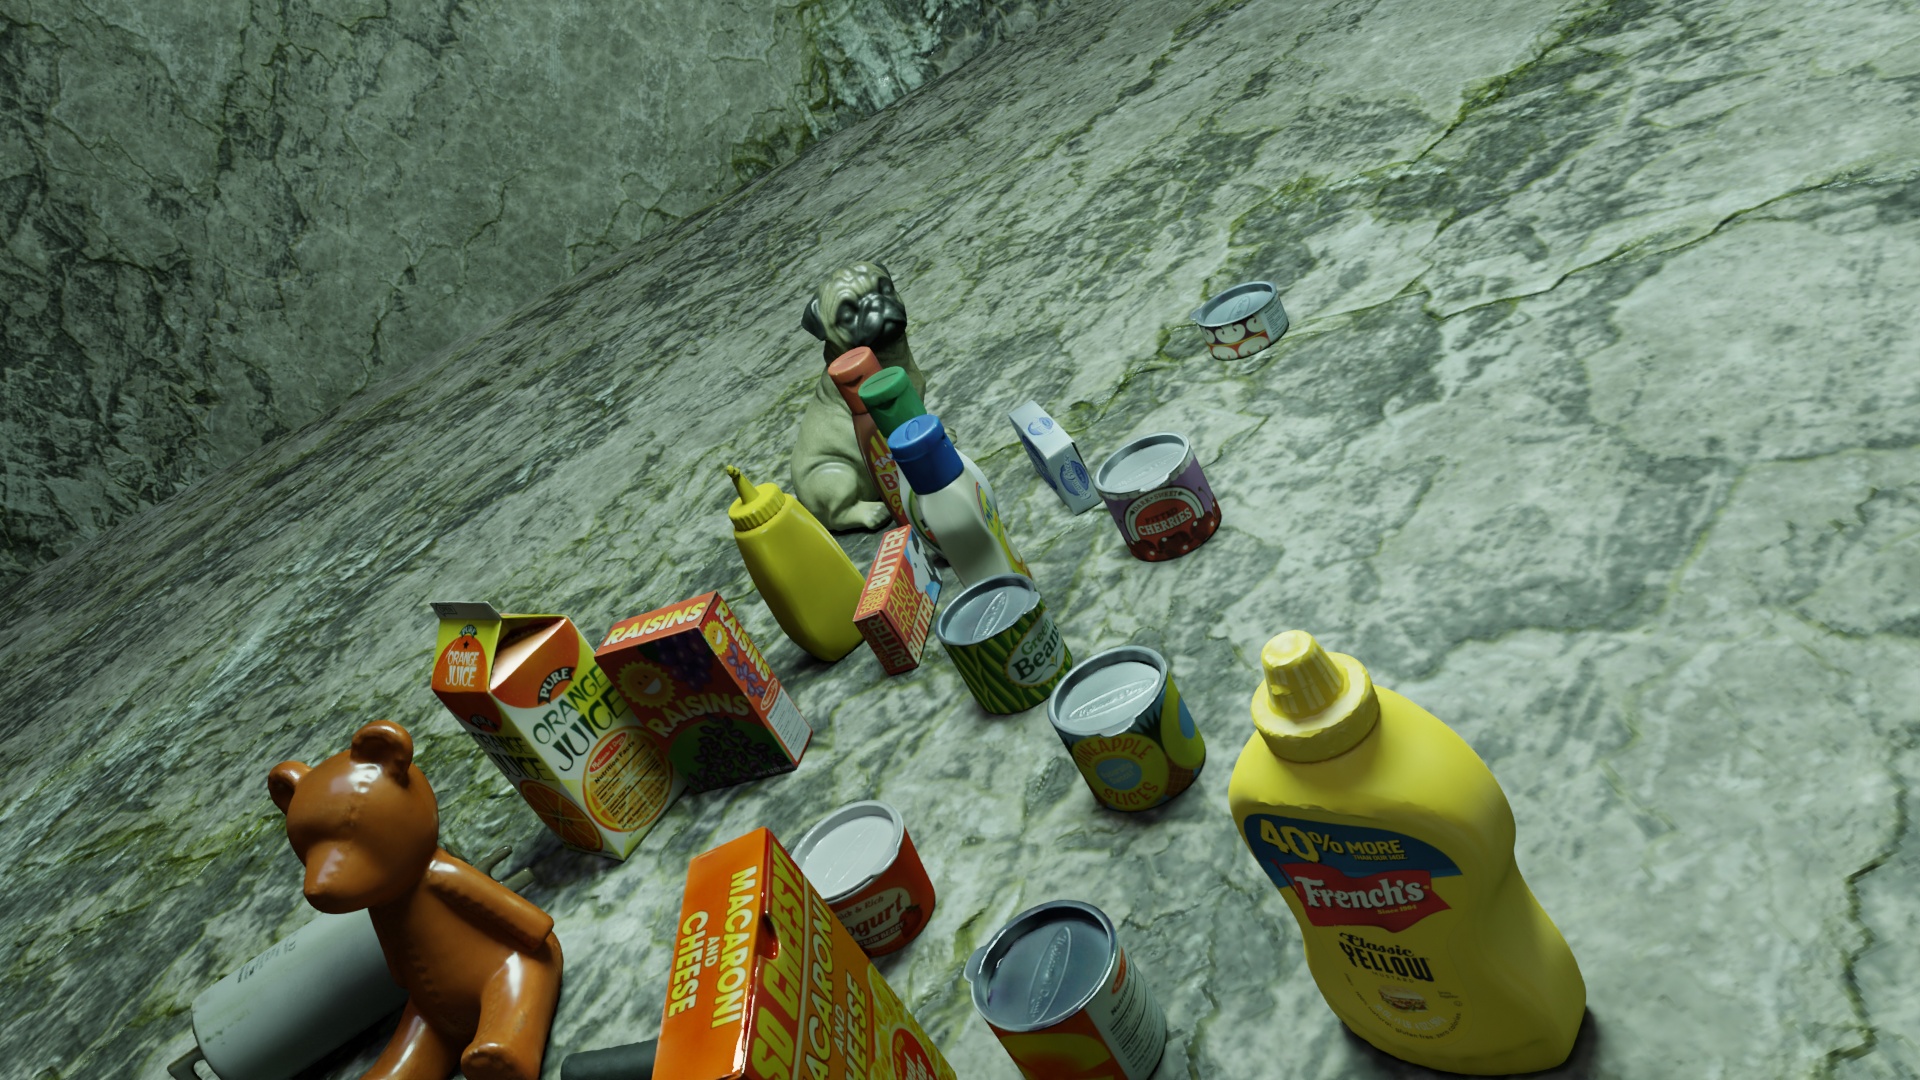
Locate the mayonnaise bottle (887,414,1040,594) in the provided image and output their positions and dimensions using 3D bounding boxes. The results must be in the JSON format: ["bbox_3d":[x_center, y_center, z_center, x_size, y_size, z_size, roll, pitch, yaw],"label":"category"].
[{"bbox_3d":[0.003,-0.011,0.891,0.041,0.147,0.065,-24,27,13],"label":"mayonnaise bottle"}]

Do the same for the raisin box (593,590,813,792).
[{"bbox_3d":[-0.163,0.099,0.891,0.086,0.123,0.040,-17,29,25],"label":"raisin box"}]

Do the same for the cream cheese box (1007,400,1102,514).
[{"bbox_3d":[0.069,-0.062,1.020,0.024,0.053,0.104,-30,27,-1],"label":"cream cheese box"}]

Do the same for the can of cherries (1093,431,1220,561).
[{"bbox_3d":[0.128,-0.027,0.895,0.071,0.058,0.072,-23,27,13],"label":"can of cherries"}]

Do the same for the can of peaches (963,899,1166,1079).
[{"bbox_3d":[0.045,0.197,0.588,0.071,0.058,0.071,-23,27,13],"label":"can of peaches"}]

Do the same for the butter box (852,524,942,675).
[{"bbox_3d":[-0.041,0.040,0.952,0.024,0.053,0.104,-18,29,22],"label":"butter box"}]

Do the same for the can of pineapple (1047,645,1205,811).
[{"bbox_3d":[0.086,0.098,0.719,0.071,0.057,0.071,-23,27,13],"label":"can of pineapple"}]

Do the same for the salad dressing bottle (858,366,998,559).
[{"bbox_3d":[-0.023,-0.054,0.991,0.064,0.147,0.044,-23,27,13],"label":"salad dressing bottle"}]

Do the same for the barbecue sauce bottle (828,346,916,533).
[{"bbox_3d":[-0.049,-0.076,1.056,0.065,0.148,0.044,-22,27,15],"label":"barbecue sauce bottle"}]

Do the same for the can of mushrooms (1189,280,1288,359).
[{"bbox_3d":[0.218,-0.172,1.085,0.071,0.033,0.071,-23,27,13],"label":"can of mushrooms"}]

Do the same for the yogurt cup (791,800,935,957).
[{"bbox_3d":[-0.049,0.177,0.719,0.072,0.053,0.073,-23,27,13],"label":"yogurt cup"}]

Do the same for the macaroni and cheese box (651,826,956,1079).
[{"bbox_3d":[-0.051,0.211,0.536,0.040,0.166,0.124,-25,27,10],"label":"macaroni and cheese box"}]

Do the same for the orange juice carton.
[{"bbox_3d":[-0.265,0.111,0.893,0.071,0.192,0.073,-3,37,43],"label":"orange juice carton"}]

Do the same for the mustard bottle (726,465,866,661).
[{"bbox_3d":[-0.118,0.009,0.961,0.065,0.159,0.049,-44,29,-26],"label":"mustard bottle"}]

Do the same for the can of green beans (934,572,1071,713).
[{"bbox_3d":[0.027,0.062,0.840,0.071,0.057,0.071,-23,27,13],"label":"can of green beans"}]
